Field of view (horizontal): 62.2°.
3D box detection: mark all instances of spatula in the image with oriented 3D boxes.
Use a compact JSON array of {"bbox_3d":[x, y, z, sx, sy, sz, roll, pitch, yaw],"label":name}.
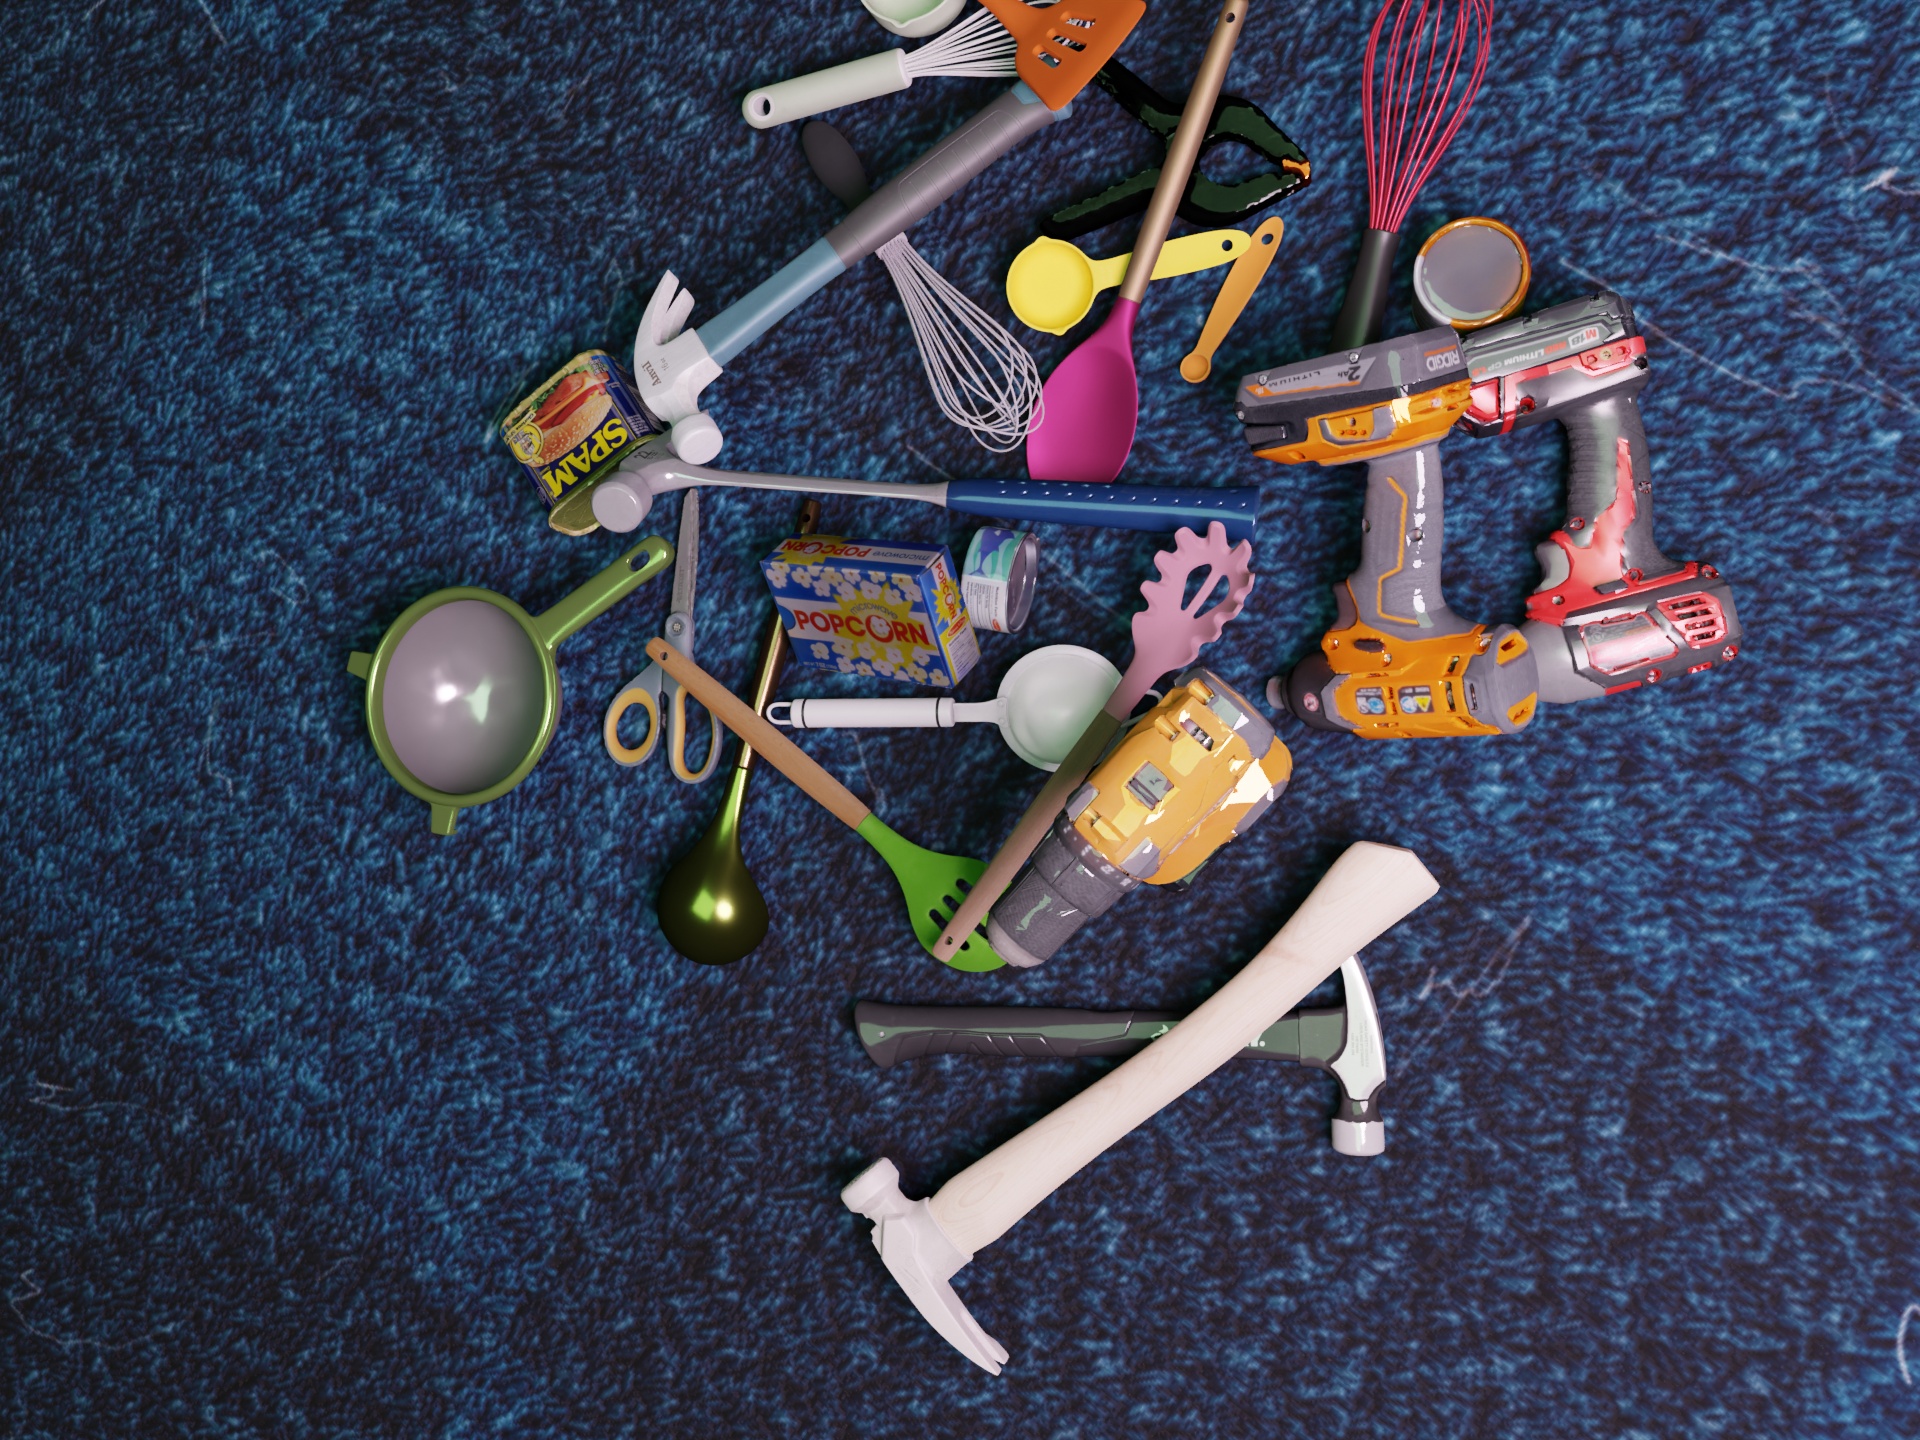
[{"bbox_3d":[-0.014,-0.486,1.001,0.081,0.041,0.323,-48,68,7],"label":"spatula"}]

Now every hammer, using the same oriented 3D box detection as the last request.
[{"bbox_3d":[-0.017,-0.147,1.008,0.405,0.144,0.035,5,120,9],"label":"hammer"},{"bbox_3d":[-0.067,-0.301,0.999,0.331,0.033,0.128,-36,59,5],"label":"hammer"},{"bbox_3d":[0.121,0.223,0.956,0.410,0.038,0.146,-41,81,12],"label":"hammer"},{"bbox_3d":[0.094,0.191,1.000,0.335,0.035,0.146,-2,88,16],"label":"hammer"}]

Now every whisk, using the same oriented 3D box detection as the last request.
[{"bbox_3d":[0.259,-0.313,0.961,0.073,0.073,0.296,15,99,15],"label":"whisk"},{"bbox_3d":[-0.032,-0.289,1.035,0.070,0.070,0.285,-36,70,12],"label":"whisk"},{"bbox_3d":[-0.029,-0.431,1.043,0.246,0.059,0.057,-10,107,15],"label":"whisk"}]

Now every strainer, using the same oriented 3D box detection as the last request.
[{"bbox_3d":[-0.002,-0.003,1.018,0.258,0.050,0.086,0,110,13],"label":"strainer"},{"bbox_3d":[-0.289,-0.044,1.096,0.256,0.069,0.151,-34,77,11],"label":"strainer"}]

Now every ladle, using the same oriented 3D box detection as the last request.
[{"bbox_3d":[-0.136,0.008,1.073,0.078,0.062,0.320,13,85,11],"label":"ladle"}]

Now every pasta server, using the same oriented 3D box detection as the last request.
[{"bbox_3d":[0.075,0.019,0.966,0.060,0.040,0.316,37,97,16],"label":"pasta server"}]

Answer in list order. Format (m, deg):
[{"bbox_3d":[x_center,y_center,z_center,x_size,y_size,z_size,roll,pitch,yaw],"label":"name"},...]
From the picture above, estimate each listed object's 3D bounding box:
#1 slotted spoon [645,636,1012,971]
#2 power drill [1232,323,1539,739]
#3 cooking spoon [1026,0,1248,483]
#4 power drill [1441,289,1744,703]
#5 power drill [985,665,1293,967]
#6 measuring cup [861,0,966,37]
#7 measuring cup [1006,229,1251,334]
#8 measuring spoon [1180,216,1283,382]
[{"bbox_3d":[-0.084,0.050,1.030,0.314,0.031,0.070,40,91,4],"label":"slotted spoon"},{"bbox_3d":[0.230,-0.098,0.916,0.164,0.084,0.226,-4,104,46],"label":"power drill"},{"bbox_3d":[0.115,-0.287,0.991,0.069,0.017,0.318,23,107,12],"label":"cooking spoon"},{"bbox_3d":[0.348,-0.121,0.921,0.143,0.078,0.220,-16,87,15],"label":"power drill"},{"bbox_3d":[0.104,0.057,0.901,0.084,0.226,0.185,44,99,13],"label":"power drill"},{"bbox_3d":[-0.072,-0.498,1.068,0.167,0.038,0.083,7,90,18],"label":"measuring cup"},{"bbox_3d":[0.107,-0.289,1.017,0.156,0.029,0.062,-11,103,5],"label":"measuring cup"},{"bbox_3d":[0.173,-0.265,1.007,0.021,0.011,0.117,30,93,25],"label":"measuring spoon"}]
